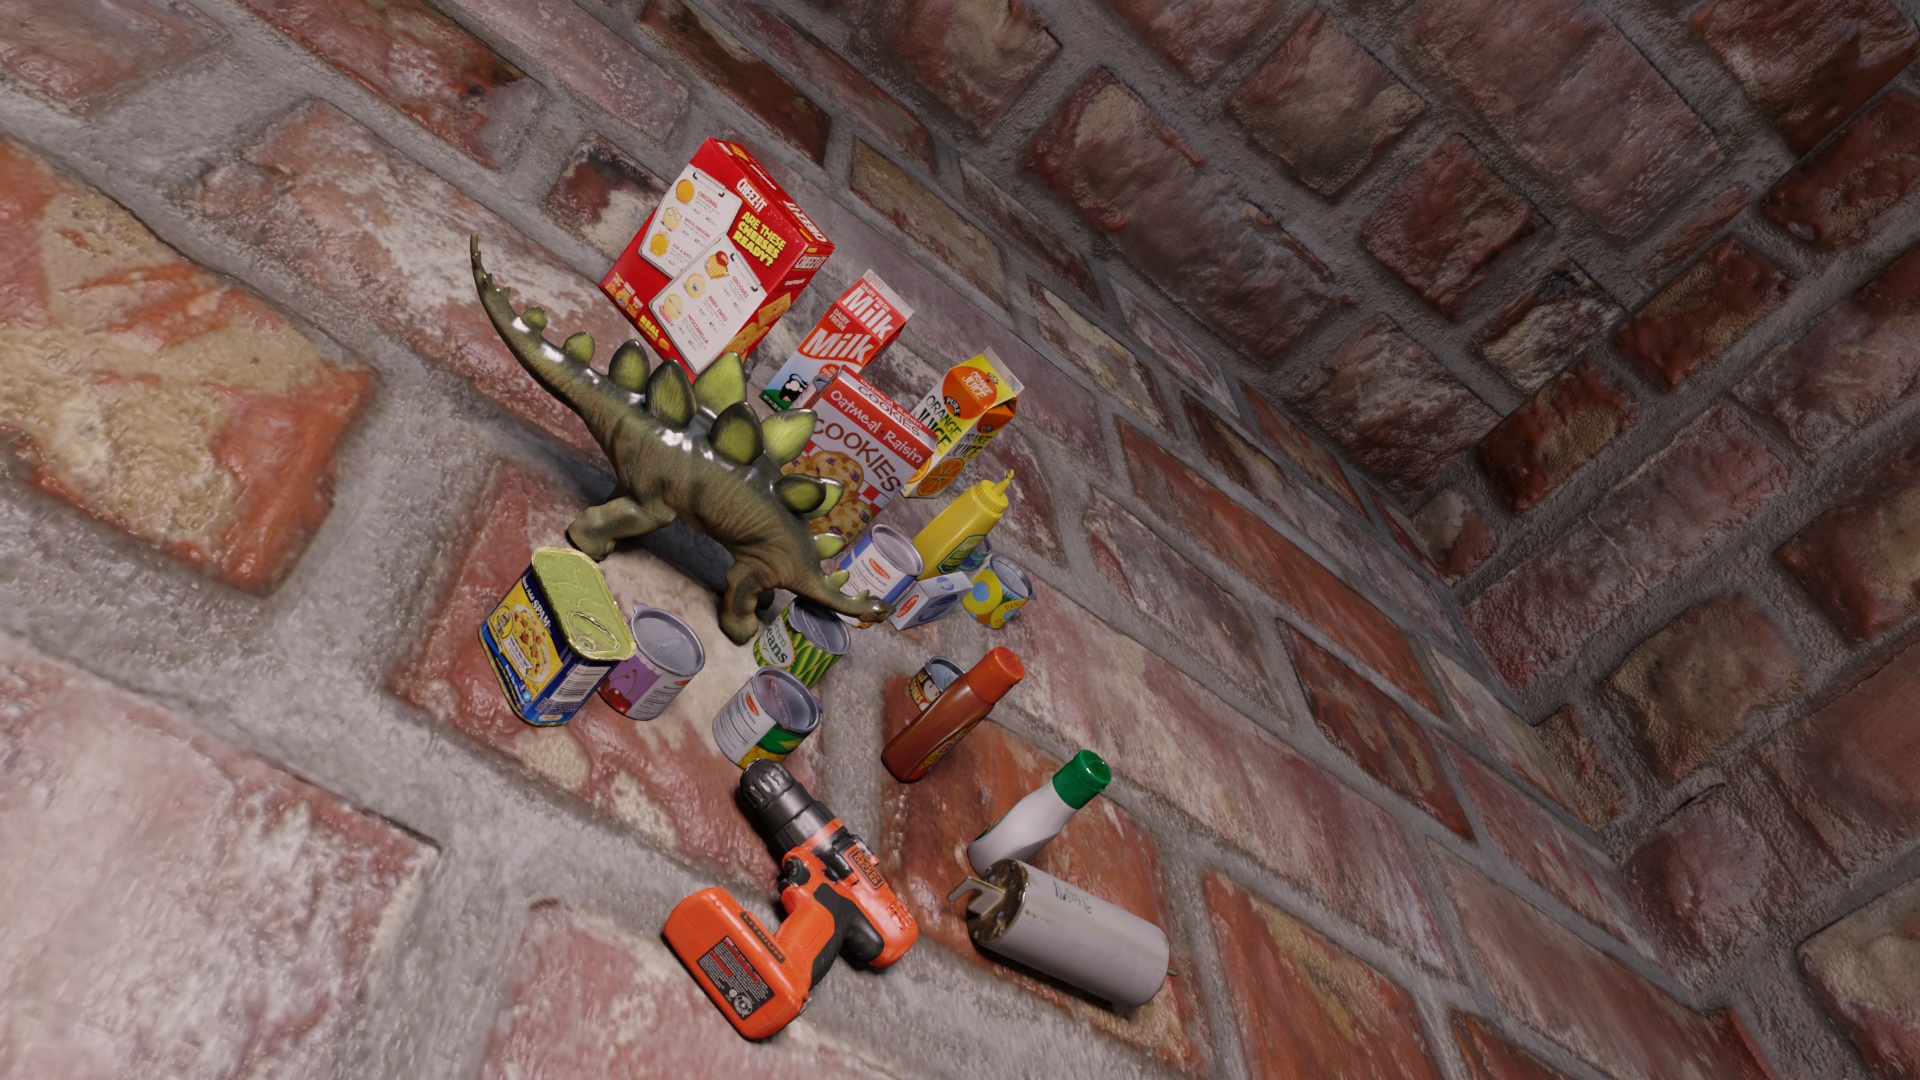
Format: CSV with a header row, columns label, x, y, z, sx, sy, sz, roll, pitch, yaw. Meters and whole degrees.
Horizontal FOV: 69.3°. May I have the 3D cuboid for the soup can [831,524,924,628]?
label,x,y,z,sx,sy,sz,roll,pitch,yaw
soup can,-0.086,0.035,1.373,0.071,0.083,0.072,36,25,-19

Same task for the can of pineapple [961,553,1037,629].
label,x,y,z,sx,sy,sz,roll,pitch,yaw
can of pineapple,0.042,0.059,1.571,0.071,0.057,0.071,36,25,-19

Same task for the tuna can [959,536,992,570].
label,x,y,z,sx,sy,sz,roll,pitch,yaw
tuna can,0.001,0.001,1.634,0.071,0.032,0.071,35,25,-19

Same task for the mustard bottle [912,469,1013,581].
label,x,y,z,sx,sy,sz,roll,pitch,yaw
mustard bottle,0.005,-0.019,1.514,0.049,0.159,0.065,53,24,20

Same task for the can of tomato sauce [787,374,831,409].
label,x,y,z,sx,sy,sz,roll,pitch,yaw
can of tomato sauce,-0.158,-0.129,1.532,0.071,0.083,0.071,36,25,-19

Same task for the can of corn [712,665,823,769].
label,x,y,z,sx,sy,sz,roll,pitch,yaw
can of corn,-0.154,0.145,1.114,0.071,0.058,0.071,36,25,-19

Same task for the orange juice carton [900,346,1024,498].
label,x,y,z,sx,sy,sz,roll,pitch,yaw
orange juice carton,-0.008,-0.139,1.653,0.072,0.192,0.073,53,25,20

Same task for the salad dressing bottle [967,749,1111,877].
label,x,y,z,sx,sy,sz,roll,pitch,yaw
salad dressing bottle,0.069,0.239,1.203,0.044,0.147,0.064,54,25,21

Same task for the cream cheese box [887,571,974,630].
label,x,y,z,sx,sy,sz,roll,pitch,yaw
cream cheese box,-0.031,0.063,1.454,0.024,0.053,0.104,50,24,14

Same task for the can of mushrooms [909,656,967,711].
label,x,y,z,sx,sy,sz,roll,pitch,yaw
can of mushrooms,-0.017,0.147,1.360,0.071,0.033,0.071,35,25,-19

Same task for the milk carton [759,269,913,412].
label,x,y,z,sx,sy,sz,roll,pitch,yaw
milk carton,-0.136,-0.214,1.574,0.072,0.190,0.074,43,23,-2

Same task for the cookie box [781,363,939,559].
label,x,y,z,sx,sy,sz,roll,pitch,yaw
cookie box,-0.122,-0.078,1.399,0.123,0.167,0.040,37,24,-16

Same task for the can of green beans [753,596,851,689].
label,x,y,z,sx,sy,sz,roll,pitch,yaw
can of green beans,-0.140,0.092,1.225,0.071,0.057,0.071,36,25,-19

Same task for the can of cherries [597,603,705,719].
label,x,y,z,sx,sy,sz,roll,pitch,yaw
can of cherries,-0.240,0.092,1.062,0.071,0.058,0.072,36,25,-19

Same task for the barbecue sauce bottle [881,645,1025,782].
label,x,y,z,sx,sy,sz,roll,pitch,yaw
barbecue sauce bottle,-0.005,0.152,1.228,0.044,0.148,0.065,49,23,11
